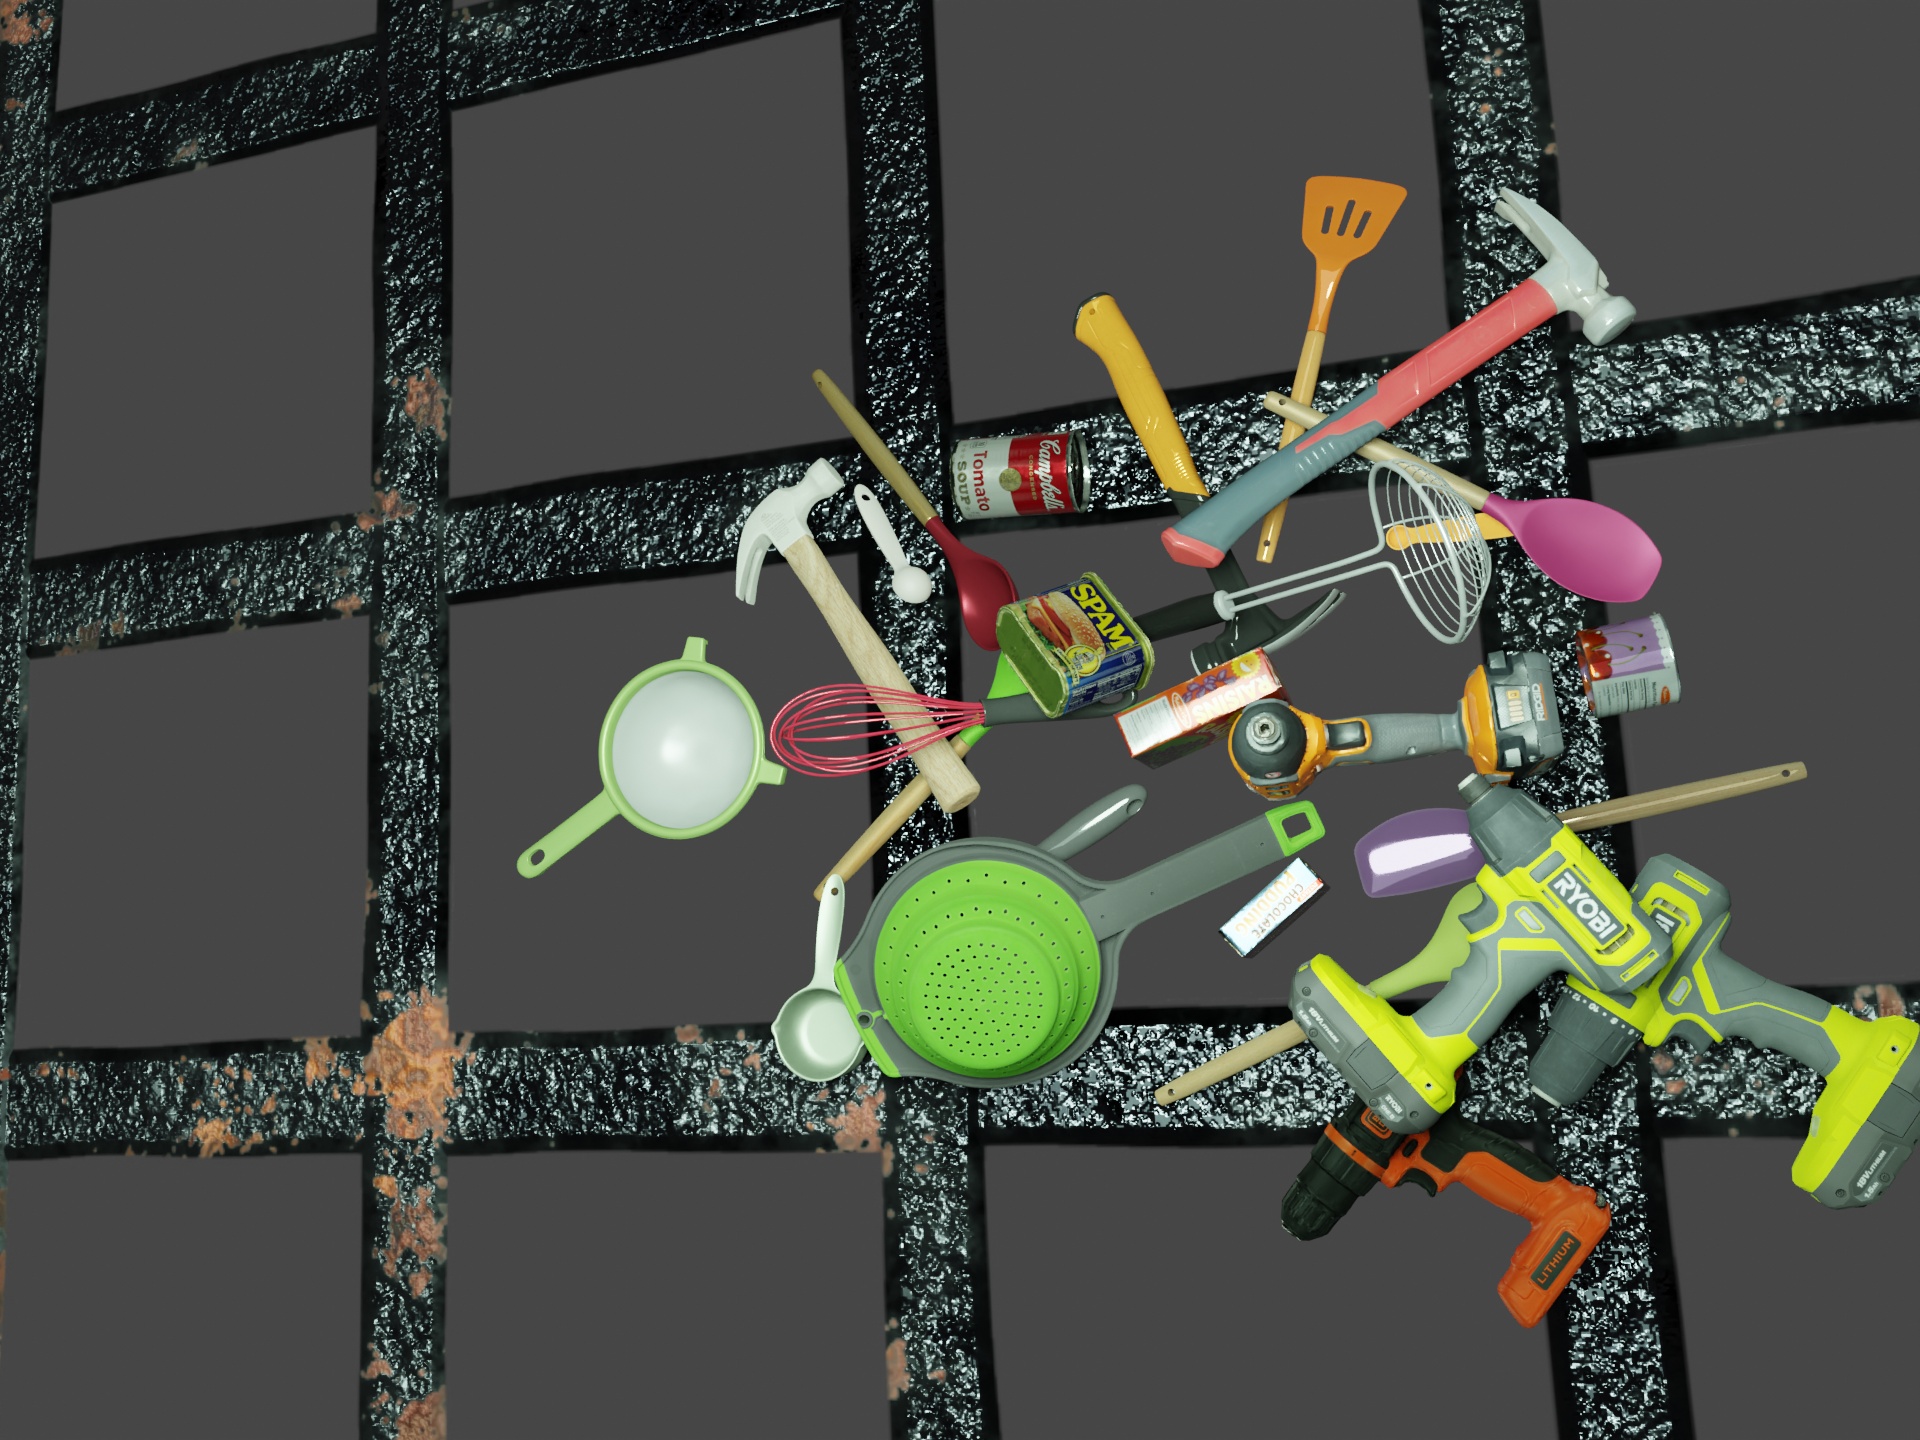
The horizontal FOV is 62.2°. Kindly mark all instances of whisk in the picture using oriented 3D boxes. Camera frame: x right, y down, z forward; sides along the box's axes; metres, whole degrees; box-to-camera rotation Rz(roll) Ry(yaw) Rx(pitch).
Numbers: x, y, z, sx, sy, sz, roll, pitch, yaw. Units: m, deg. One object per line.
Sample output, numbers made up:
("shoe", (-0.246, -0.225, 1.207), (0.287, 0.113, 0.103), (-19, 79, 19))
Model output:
("whisk", (0.047, 0.119, 1.270), (0.239, 0.055, 0.055), (-34, 74, 6))
("whisk", (-0.002, -0.004, 1.248), (0.295, 0.073, 0.073), (-7, 79, -11))

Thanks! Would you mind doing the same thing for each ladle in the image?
("ladle", (-0.040, -0.186, 1.347), (0.316, 0.031, 0.069), (54, 131, 20))
("ladle", (0.287, 0.214, 1.188), (0.320, 0.062, 0.078), (-31, 76, 18))

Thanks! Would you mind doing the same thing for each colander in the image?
("colander", (0.092, 0.162, 1.196), (0.397, 0.094, 0.204), (-25, 97, 7))

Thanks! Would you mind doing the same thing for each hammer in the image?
("hammer", (0.180, -0.203, 1.270), (0.127, 0.034, 0.337), (-31, 72, 25))
("hammer", (-0.084, -0.061, 1.329), (0.130, 0.031, 0.332), (-38, 67, 11))
("hammer", (0.309, -0.249, 1.206), (0.386, 0.038, 0.143), (-34, 73, -2))

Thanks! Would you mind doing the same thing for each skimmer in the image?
("skimmer", (0.216, -0.087, 1.127), (0.363, 0.090, 0.127), (-15, 100, 50))

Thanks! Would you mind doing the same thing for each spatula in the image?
("spatula", (0.448, 0.071, 1.163), (0.316, 0.018, 0.060), (-14, 77, 16))
("spatula", (0.279, -0.282, 1.266), (0.081, 0.041, 0.322), (13, 91, 18))

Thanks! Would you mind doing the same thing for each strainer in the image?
("strainer", (-0.268, 0.058, 1.365), (0.256, 0.069, 0.151), (-36, 76, 10))

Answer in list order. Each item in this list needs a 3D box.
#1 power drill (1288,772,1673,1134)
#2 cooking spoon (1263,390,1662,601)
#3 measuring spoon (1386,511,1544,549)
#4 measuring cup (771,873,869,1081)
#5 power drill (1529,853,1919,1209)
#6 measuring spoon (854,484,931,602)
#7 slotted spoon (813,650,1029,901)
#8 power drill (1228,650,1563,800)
("power drill", (0.341, 0.159, 1.089), (0.223, 0.080, 0.171), (-42, 79, 10))
("cooking spoon", (0.375, -0.178, 1.209), (0.319, 0.017, 0.069), (29, 89, 13))
("measuring spoon", (0.386, -0.146, 1.220), (0.117, 0.011, 0.021), (-7, 82, 13))
("measuring cup", (-0.106, 0.211, 1.309), (0.083, 0.038, 0.168), (3, 81, 18))
("power drill", (0.525, 0.227, 1.087), (0.229, 0.080, 0.190), (33, 93, 22))
("measuring spoon", (-0.059, -0.154, 1.349), (0.034, 0.018, 0.124), (-17, 68, -30))
("slotted spoon", (-0.013, 0.037, 1.310), (0.314, 0.031, 0.070), (-47, 72, 8))
("power drill", (0.306, 0.009, 1.142), (0.226, 0.164, 0.084), (-8, 78, 14))
